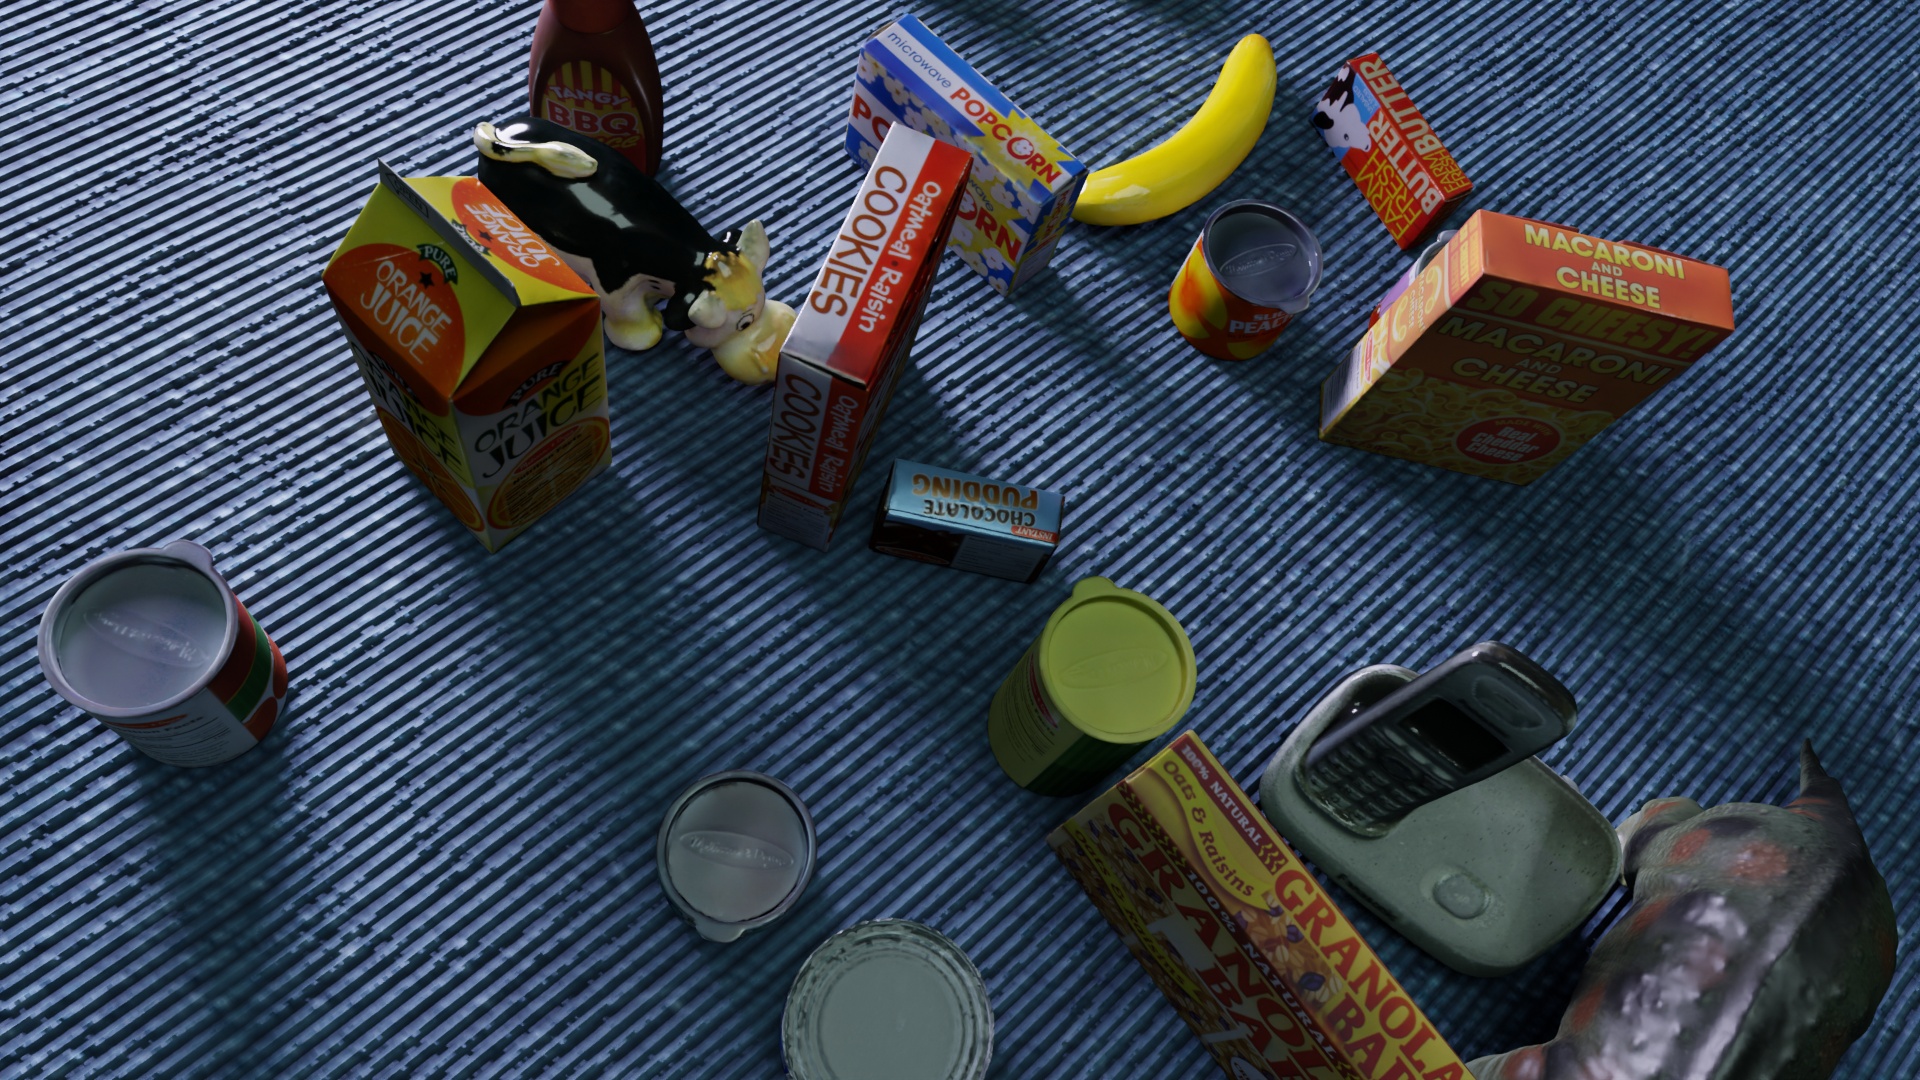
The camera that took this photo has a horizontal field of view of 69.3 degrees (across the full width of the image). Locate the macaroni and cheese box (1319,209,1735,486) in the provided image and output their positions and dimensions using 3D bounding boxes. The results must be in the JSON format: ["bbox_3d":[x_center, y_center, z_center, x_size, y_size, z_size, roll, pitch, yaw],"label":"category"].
[{"bbox_3d":[0.268,-0.089,0.684,0.124,0.165,0.040,11,66,-7],"label":"macaroni and cheese box"}]

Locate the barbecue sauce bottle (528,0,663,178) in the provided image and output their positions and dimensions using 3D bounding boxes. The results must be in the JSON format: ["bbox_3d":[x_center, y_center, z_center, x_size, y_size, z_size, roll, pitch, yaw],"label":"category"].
[{"bbox_3d":[-0.174,-0.229,0.660,0.065,0.148,0.044,6,67,-10],"label":"barbecue sauce bottle"}]

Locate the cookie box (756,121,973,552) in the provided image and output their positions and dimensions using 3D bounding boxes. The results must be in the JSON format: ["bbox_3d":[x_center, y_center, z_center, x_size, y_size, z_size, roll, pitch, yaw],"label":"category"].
[{"bbox_3d":[-0.045,-0.083,0.614,0.040,0.166,0.123,22,65,-2],"label":"cookie box"}]

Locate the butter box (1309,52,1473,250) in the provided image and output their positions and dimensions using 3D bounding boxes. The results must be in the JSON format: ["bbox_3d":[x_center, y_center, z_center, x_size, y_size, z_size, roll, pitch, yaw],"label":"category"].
[{"bbox_3d":[0.247,-0.223,0.800,0.024,0.053,0.103,-24,74,-20],"label":"butter box"}]

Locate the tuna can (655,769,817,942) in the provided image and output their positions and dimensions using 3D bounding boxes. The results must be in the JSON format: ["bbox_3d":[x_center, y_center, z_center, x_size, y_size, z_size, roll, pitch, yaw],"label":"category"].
[{"bbox_3d":[-0.095,0.135,0.584,0.071,0.032,0.071,4,66,-10],"label":"tuna can"}]

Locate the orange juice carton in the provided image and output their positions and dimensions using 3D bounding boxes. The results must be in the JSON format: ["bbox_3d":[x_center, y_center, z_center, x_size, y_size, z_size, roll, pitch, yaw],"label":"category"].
[{"bbox_3d":[-0.195,-0.074,0.565,0.072,0.192,0.073,44,66,8],"label":"orange juice carton"}]

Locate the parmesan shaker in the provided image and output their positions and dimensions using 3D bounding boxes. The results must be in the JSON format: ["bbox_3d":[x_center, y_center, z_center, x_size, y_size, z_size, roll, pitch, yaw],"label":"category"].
[{"bbox_3d":[0.054,0.066,0.606,0.071,0.102,0.071,4,67,-10],"label":"parmesan shaker"}]

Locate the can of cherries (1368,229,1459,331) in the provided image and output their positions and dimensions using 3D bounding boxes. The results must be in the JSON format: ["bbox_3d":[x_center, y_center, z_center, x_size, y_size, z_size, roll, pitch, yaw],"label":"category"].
[{"bbox_3d":[0.265,-0.124,0.758,0.071,0.058,0.072,4,67,-10],"label":"can of cherries"}]

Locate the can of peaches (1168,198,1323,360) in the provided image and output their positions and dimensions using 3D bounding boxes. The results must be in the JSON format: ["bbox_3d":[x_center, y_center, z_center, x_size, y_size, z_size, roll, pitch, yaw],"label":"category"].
[{"bbox_3d":[0.151,-0.135,0.739,0.071,0.057,0.071,4,67,-10],"label":"can of peaches"}]

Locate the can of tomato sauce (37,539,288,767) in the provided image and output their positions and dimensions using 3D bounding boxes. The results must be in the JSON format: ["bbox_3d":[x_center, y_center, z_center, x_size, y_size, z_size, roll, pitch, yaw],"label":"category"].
[{"bbox_3d":[-0.310,0.047,0.549,0.071,0.082,0.071,4,67,-10],"label":"can of tomato sauce"}]

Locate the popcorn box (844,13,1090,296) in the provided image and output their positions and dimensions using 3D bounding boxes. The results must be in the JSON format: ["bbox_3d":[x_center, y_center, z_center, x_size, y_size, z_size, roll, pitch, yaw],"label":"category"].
[{"bbox_3d":[-0.001,-0.198,0.718,0.127,0.085,0.038,43,66,8],"label":"popcorn box"}]

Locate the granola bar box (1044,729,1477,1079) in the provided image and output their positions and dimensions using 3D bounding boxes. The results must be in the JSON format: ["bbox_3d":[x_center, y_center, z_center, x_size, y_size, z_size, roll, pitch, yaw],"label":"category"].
[{"bbox_3d":[0.114,0.166,0.565,0.039,0.123,0.166,-34,78,-22],"label":"granola bar box"}]

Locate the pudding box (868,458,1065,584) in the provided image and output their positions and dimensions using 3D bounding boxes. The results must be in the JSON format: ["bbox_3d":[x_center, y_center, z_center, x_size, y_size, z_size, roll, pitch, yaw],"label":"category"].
[{"bbox_3d":[0.002,-0.008,0.657,0.084,0.049,0.030,11,66,-7],"label":"pudding box"}]
